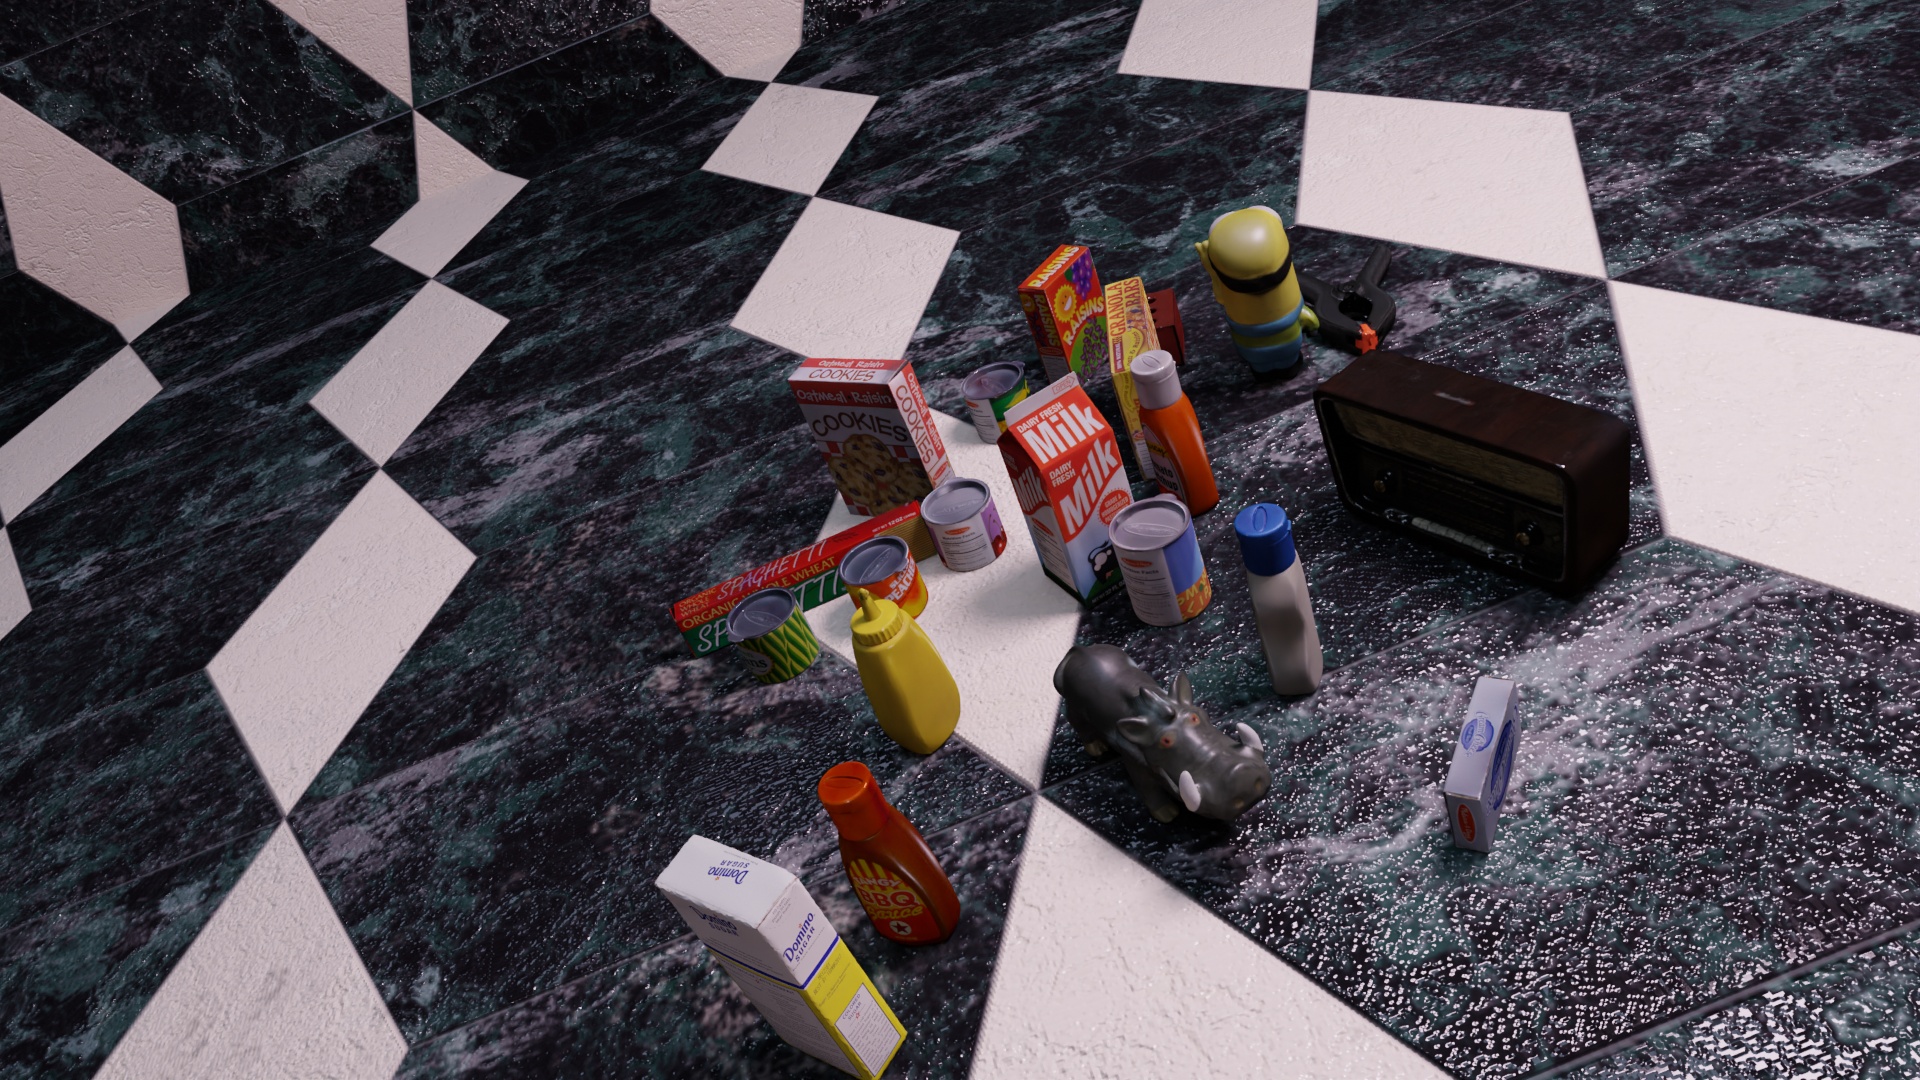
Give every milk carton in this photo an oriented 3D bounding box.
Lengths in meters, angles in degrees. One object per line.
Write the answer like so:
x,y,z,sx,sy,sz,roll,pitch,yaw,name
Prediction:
0.091,-0.045,1.146,0.072,0.189,0.073,-32,36,-14,milk carton

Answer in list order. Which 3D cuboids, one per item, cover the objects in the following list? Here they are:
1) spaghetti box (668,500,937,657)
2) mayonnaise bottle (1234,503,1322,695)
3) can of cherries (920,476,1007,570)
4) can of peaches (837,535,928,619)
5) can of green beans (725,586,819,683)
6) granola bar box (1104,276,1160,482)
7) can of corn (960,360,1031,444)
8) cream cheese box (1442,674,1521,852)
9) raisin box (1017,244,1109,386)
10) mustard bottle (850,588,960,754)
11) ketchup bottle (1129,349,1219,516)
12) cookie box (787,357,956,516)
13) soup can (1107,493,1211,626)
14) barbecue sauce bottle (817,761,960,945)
-0.145,0.036,1.288,0.250,0.050,0.029,-24,35,-2,spaghetti box
0.228,0.040,0.995,0.041,0.147,0.065,-9,37,19,mayonnaise bottle
0.005,-0.016,1.269,0.071,0.058,0.072,-15,36,11,can of cherries
-0.066,0.039,1.235,0.071,0.057,0.071,-15,36,11,can of peaches
-0.166,0.084,1.229,0.071,0.057,0.071,-15,36,11,can of green beans
0.170,-0.153,1.305,0.039,0.123,0.166,-13,36,13,granola bar box
0.042,-0.141,1.416,0.071,0.058,0.071,-15,36,11,can of corn
0.334,0.141,0.886,0.024,0.053,0.104,4,43,33,cream cheese box
0.113,-0.231,1.441,0.040,0.123,0.086,13,48,40,raisin box
-0.049,0.093,1.065,0.049,0.159,0.065,9,45,37,mustard bottle
0.182,-0.094,1.198,0.043,0.148,0.065,-30,35,-10,ketchup bottle
-0.079,-0.096,1.326,0.123,0.166,0.040,6,44,35,cookie box
0.163,0.016,1.119,0.071,0.083,0.072,-15,35,11,soup can
-0.051,0.208,0.923,0.065,0.148,0.044,-3,39,26,barbecue sauce bottle
